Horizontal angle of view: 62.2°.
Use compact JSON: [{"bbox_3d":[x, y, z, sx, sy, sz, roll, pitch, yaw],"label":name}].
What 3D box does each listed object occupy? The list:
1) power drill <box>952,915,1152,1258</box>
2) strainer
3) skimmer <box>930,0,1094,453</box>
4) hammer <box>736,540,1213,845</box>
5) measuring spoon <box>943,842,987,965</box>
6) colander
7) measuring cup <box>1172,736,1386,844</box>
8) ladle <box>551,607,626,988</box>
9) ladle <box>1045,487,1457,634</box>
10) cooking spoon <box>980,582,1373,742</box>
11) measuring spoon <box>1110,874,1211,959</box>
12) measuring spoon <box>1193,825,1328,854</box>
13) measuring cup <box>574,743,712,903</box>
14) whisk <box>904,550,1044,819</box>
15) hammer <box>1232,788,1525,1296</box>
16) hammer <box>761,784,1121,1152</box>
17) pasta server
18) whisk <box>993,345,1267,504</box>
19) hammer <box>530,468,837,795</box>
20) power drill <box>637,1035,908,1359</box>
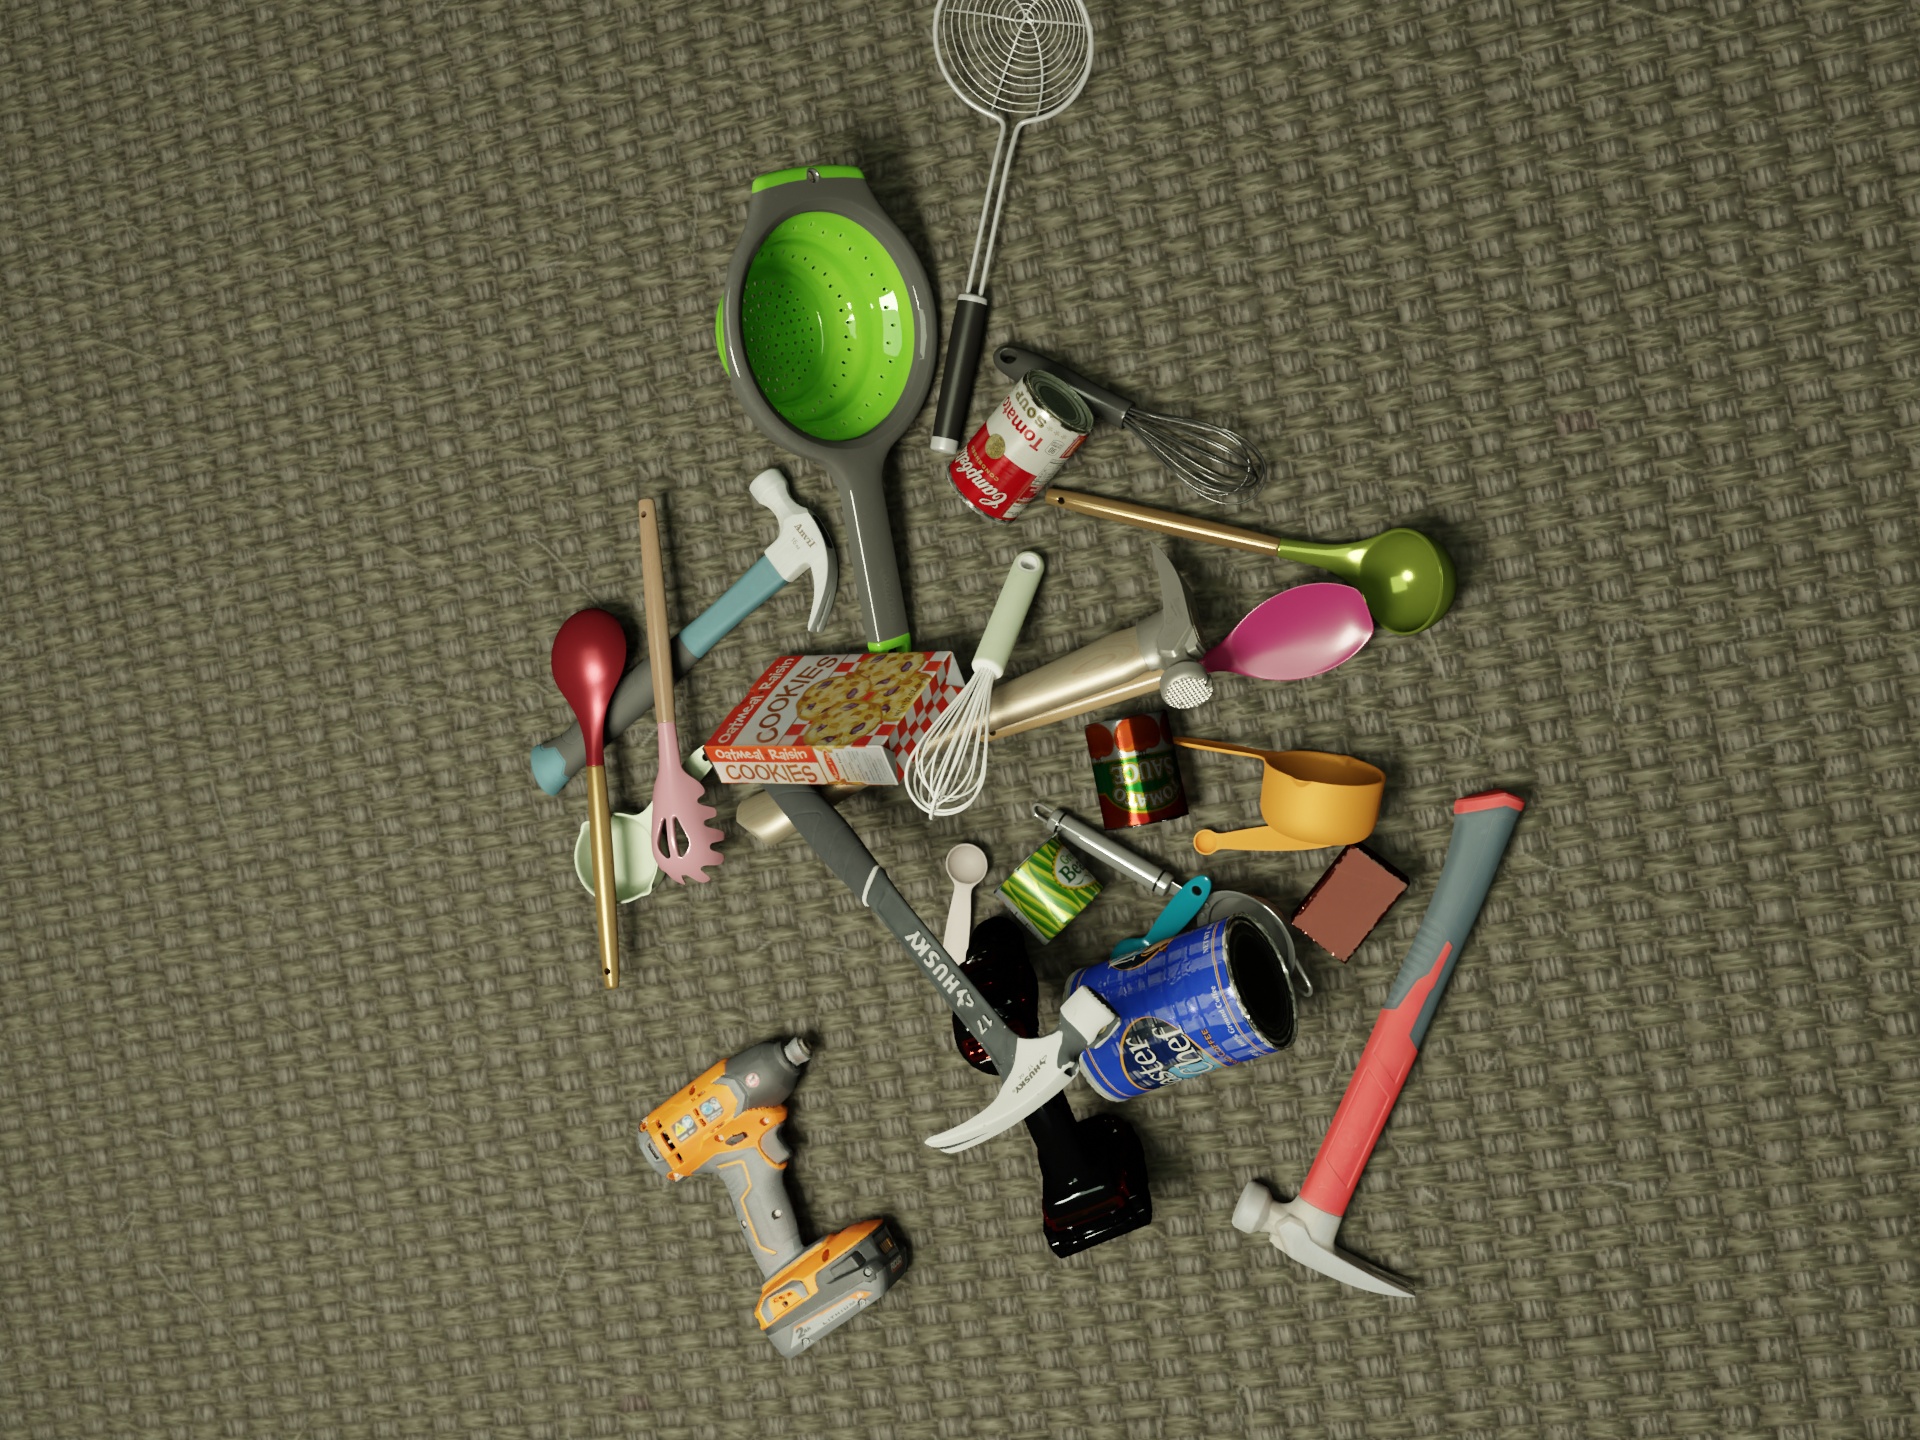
[{"bbox_3d":[0.061,0.266,1.207,0.080,0.188,0.226,-24,104,9],"label":"power drill"},{"bbox_3d":[0.165,0.128,1.227,0.258,0.050,0.086,30,137,17],"label":"strainer"},{"bbox_3d":[0.014,-0.390,1.221,0.127,0.090,0.363,13,96,12],"label":"skimmer"},{"bbox_3d":[-0.002,-0.004,1.249,0.410,0.038,0.146,-24,47,21],"label":"hammer"},{"bbox_3d":[0.001,0.158,1.285,0.034,0.018,0.124,10,101,13],"label":"measuring spoon"},{"bbox_3d":[-0.109,-0.225,1.257,0.094,0.204,0.397,7,112,47],"label":"colander"},{"bbox_3d":[0.231,0.051,1.197,0.174,0.095,0.052,12,106,33],"label":"measuring cup"},{"bbox_3d":[-0.300,0.063,1.311,0.069,0.031,0.315,-5,89,16],"label":"ladle"},{"bbox_3d":[0.213,-0.134,1.200,0.320,0.062,0.078,15,114,16],"label":"ladle"},{"bbox_3d":[0.156,-0.035,1.216,0.319,0.017,0.068,-18,104,21],"label":"cooking spoon"},{"bbox_3d":[0.152,0.163,1.213,0.042,0.021,0.128,42,127,13],"label":"measuring spoon"},{"bbox_3d":[0.238,0.090,1.224,0.117,0.011,0.021,-5,91,11],"label":"measuring spoon"},{"bbox_3d":[-0.252,0.081,1.332,0.083,0.038,0.167,44,98,10],"label":"measuring cup"},{"bbox_3d":[0.018,-0.032,1.200,0.058,0.059,0.246,19,60,6],"label":"whisk"},{"bbox_3d":[0.343,0.236,1.186,0.143,0.038,0.386,23,97,11],"label":"hammer"},{"bbox_3d":[-0.056,0.137,1.155,0.149,0.036,0.409,-47,49,2],"label":"hammer"},{"bbox_3d":[-0.239,-0.024,1.298,0.060,0.040,0.316,-8,84,14],"label":"pasta server"},{"bbox_3d":[0.127,-0.232,1.226,0.239,0.055,0.055,30,98,16],"label":"whisk"},{"bbox_3d":[-0.236,-0.055,1.326,0.331,0.033,0.128,-40,81,12],"label":"hammer"},{"bbox_3d":[-0.141,0.376,1.291,0.164,0.084,0.226,-38,79,12],"label":"power drill"}]
